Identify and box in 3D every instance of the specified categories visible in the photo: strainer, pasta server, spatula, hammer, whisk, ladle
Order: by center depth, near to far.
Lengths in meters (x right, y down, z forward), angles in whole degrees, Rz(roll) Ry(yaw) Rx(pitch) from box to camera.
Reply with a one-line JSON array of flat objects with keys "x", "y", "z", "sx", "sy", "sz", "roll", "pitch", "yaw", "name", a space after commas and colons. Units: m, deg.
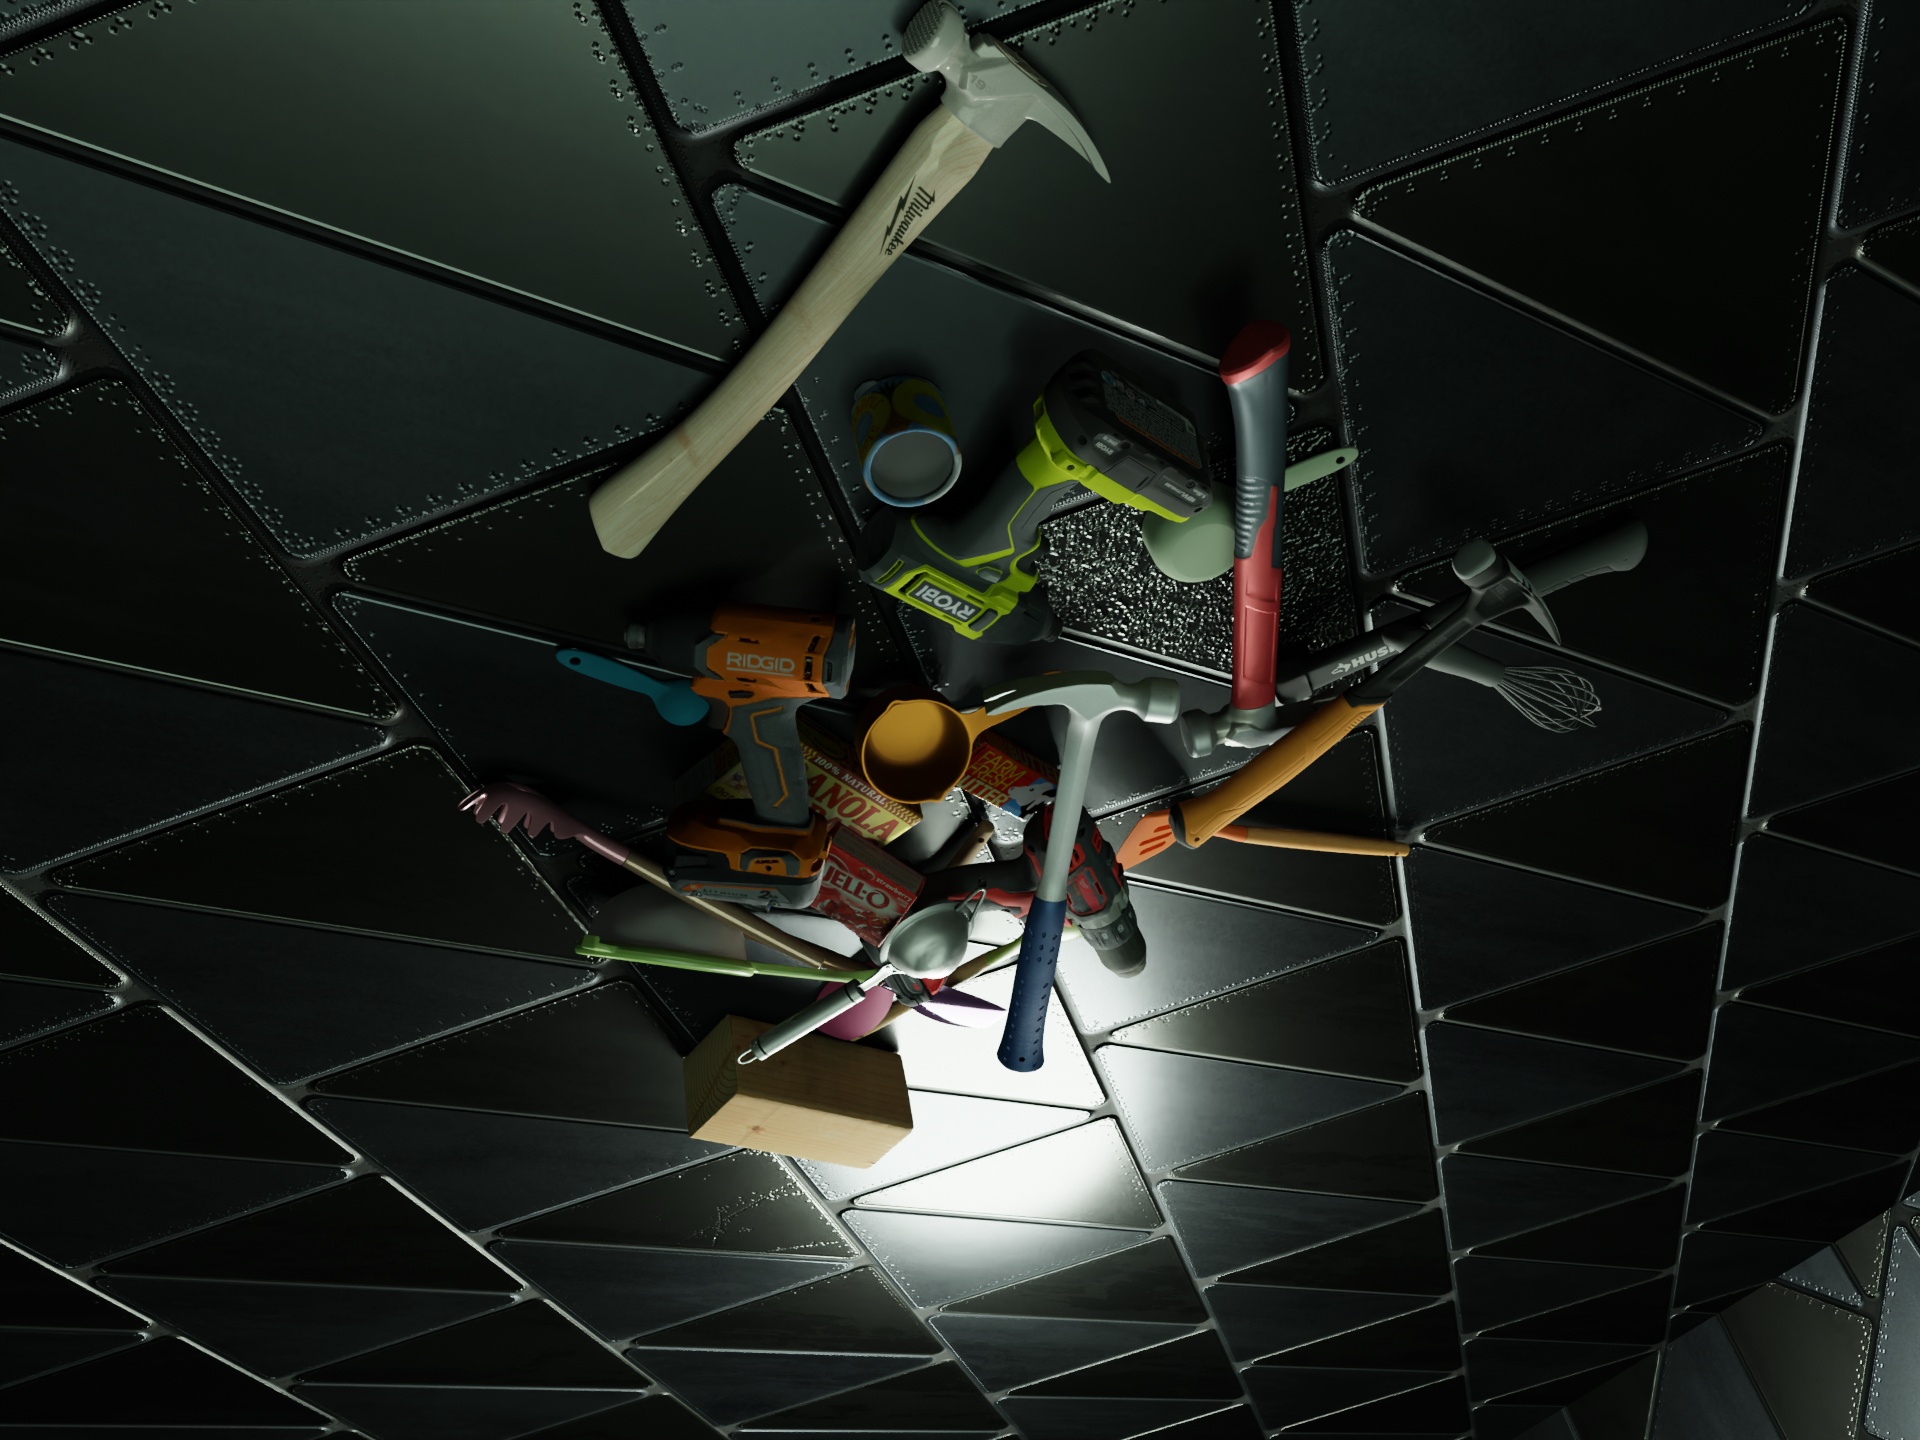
[{"x": -0.091, "y": -0.240, "z": 0.988, "sx": 0.146, "sy": 0.038, "sz": 0.410, "roll": 25, "pitch": 125, "yaw": -37, "name": "hammer"}, {"x": 0.229, "y": -0.120, "z": 1.145, "sx": 0.143, "sy": 0.038, "sz": 0.385, "roll": -14, "pitch": 138, "yaw": -4, "name": "hammer"}, {"x": 0.302, "y": -0.003, "z": 1.242, "sx": 0.337, "sy": 0.034, "sz": 0.127, "roll": -40, "pitch": 132, "yaw": 22, "name": "hammer"}, {"x": -0.247, "y": 0.128, "z": 1.267, "sx": 0.316, "sy": 0.060, "sz": 0.040, "roll": 31, "pitch": 83, "yaw": -17, "name": "pasta server"}, {"x": 0.387, "y": -0.086, "z": 1.283, "sx": 0.335, "sy": 0.035, "sz": 0.146, "roll": -23, "pitch": 137, "yaw": 9, "name": "hammer"}, {"x": 0.069, "y": 0.132, "z": 1.290, "sx": 0.144, "sy": 0.035, "sz": 0.405, "roll": 5, "pitch": 124, "yaw": -5, "name": "hammer"}, {"x": 0.433, "y": -0.036, "z": 1.292, "sx": 0.238, "sy": 0.055, "sz": 0.055, "roll": 17, "pitch": 129, "yaw": -27, "name": "whisk"}, {"x": -0.079, "y": 0.223, "z": 1.321, "sx": 0.258, "sy": 0.050, "sz": 0.086, "roll": -32, "pitch": 142, "yaw": 11, "name": "strainer"}, {"x": -0.192, "y": 0.180, "z": 1.345, "sx": 0.256, "sy": 0.069, "sz": 0.151, "roll": 8, "pitch": 169, "yaw": -10, "name": "strainer"}, {"x": 0.282, "y": 0.113, "z": 1.459, "sx": 0.322, "sy": 0.041, "sz": 0.081, "roll": 7, "pitch": 133, "yaw": -23, "name": "spatula"}, {"x": -0.096, "y": 0.231, "z": 1.465, "sx": 0.315, "sy": 0.018, "sz": 0.059, "roll": 25, "pitch": 133, "yaw": -25, "name": "spatula"}, {"x": 0.007, "y": 0.227, "z": 1.511, "sx": 0.320, "sy": 0.062, "sz": 0.078, "roll": -33, "pitch": 133, "yaw": 29, "name": "ladle"}]

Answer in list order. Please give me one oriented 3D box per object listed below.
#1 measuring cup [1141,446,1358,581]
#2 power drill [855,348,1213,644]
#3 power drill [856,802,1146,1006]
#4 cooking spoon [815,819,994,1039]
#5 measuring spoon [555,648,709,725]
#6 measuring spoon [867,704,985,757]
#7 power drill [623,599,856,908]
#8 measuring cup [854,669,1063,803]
[{"x": 0.215, "y": -0.153, "z": 1.160, "sx": 0.167, "sy": 0.038, "sz": 0.083, "roll": -23, "pitch": 137, "yaw": 12, "name": "measuring cup"}, {"x": 0.059, "y": -0.138, "z": 1.097, "sx": 0.171, "sy": 0.080, "sz": 0.223, "roll": 24, "pitch": 135, "yaw": -33, "name": "power drill"}, {"x": 0.041, "y": 0.175, "z": 1.384, "sx": 0.226, "sy": 0.080, "sz": 0.187, "roll": -19, "pitch": 123, "yaw": 15, "name": "power drill"}, {"x": -0.051, "y": 0.200, "z": 1.468, "sx": 0.068, "sy": 0.017, "sz": 0.318, "roll": 24, "pitch": 124, "yaw": -15, "name": "cooking spoon"}, {"x": -0.242, "y": -0.023, "z": 1.182, "sx": 0.128, "sy": 0.021, "sz": 0.042, "roll": 22, "pitch": 126, "yaw": -36, "name": "measuring spoon"}, {"x": -0.019, "y": 0.009, "z": 1.281, "sx": 0.124, "sy": 0.018, "sz": 0.034, "roll": -13, "pitch": 137, "yaw": -3, "name": "measuring spoon"}, {"x": -0.167, "y": 0.019, "z": 1.170, "sx": 0.164, "sy": 0.084, "sz": 0.226, "roll": 7, "pitch": 116, "yaw": 0, "name": "power drill"}, {"x": -0.002, "y": -0.004, "z": 1.247, "sx": 0.173, "sy": 0.052, "sz": 0.095, "roll": -27, "pitch": 116, "yaw": -5, "name": "measuring cup"}]
